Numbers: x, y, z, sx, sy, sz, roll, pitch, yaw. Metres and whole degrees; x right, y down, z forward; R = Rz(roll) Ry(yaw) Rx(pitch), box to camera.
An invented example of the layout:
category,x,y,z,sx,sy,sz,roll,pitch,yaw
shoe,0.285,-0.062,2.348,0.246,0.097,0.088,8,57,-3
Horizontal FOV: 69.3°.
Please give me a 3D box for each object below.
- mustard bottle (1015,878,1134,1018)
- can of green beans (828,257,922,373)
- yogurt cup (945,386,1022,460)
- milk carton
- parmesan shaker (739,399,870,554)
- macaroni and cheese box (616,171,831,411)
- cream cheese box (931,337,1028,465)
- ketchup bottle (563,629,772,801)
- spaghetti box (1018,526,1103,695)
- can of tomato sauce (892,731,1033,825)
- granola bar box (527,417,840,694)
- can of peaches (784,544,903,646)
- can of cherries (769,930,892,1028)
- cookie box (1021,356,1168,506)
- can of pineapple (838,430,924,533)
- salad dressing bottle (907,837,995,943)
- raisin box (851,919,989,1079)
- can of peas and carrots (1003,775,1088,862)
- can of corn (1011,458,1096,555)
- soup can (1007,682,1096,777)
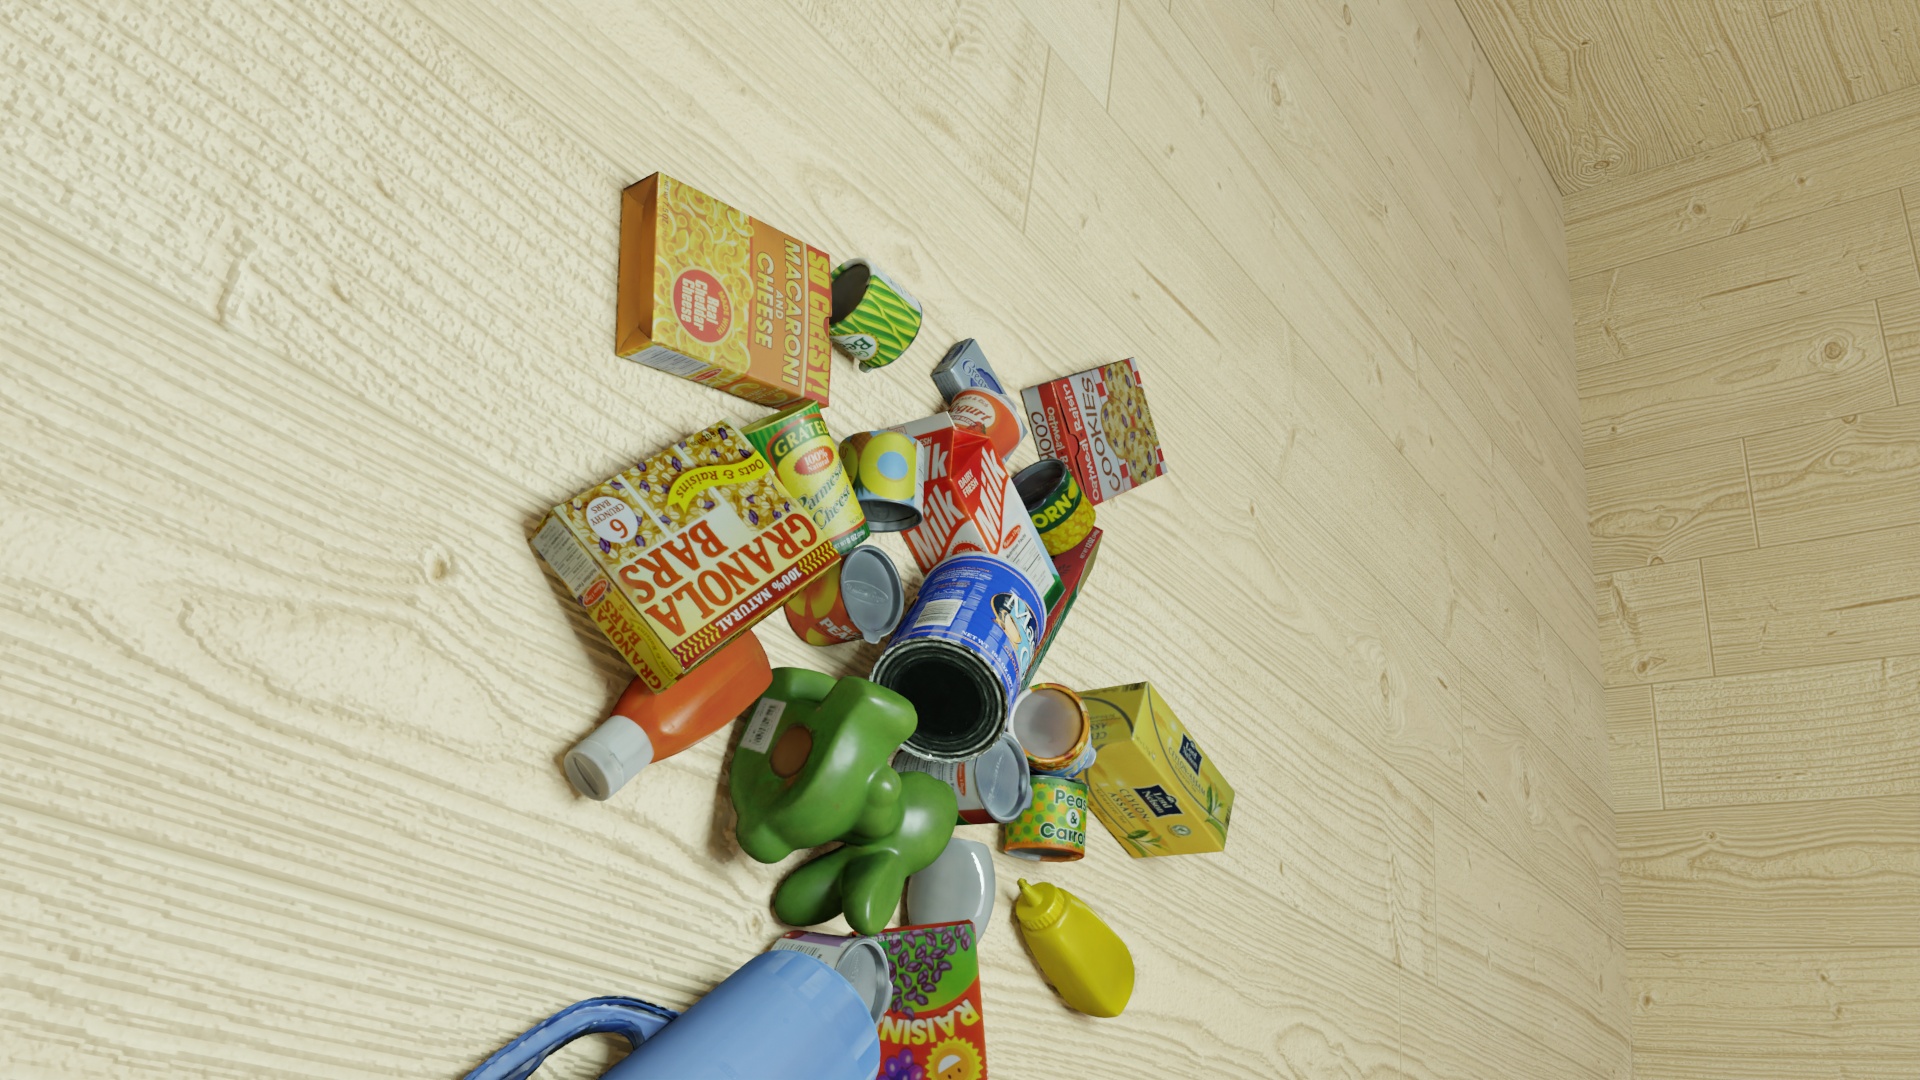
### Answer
category,x,y,z,sx,sy,sz,roll,pitch,yaw
mustard bottle,0.086,0.323,1.133,0.159,0.048,0.066,55,42,-26
can of green beans,-0.072,-0.175,1.069,0.057,0.071,0.071,35,53,-41
yogurt cup,0.010,-0.085,1.153,0.054,0.072,0.072,-51,120,-38
milk carton,0.004,-0.014,1.114,0.074,0.072,0.190,-50,119,-48
parmesan shaker,-0.110,-0.040,0.976,0.071,0.071,0.103,-37,109,-51
macaroni and cheese box,-0.160,-0.167,0.974,0.166,0.040,0.124,16,67,-49
cream cheese box,0.018,-0.118,1.204,0.103,0.024,0.054,58,40,-23
ketchup bottle,-0.180,0.103,0.858,0.064,0.043,0.149,60,39,-11
spaghetti box,0.065,0.075,1.182,0.251,0.029,0.049,-56,162,-45
can of tomato sauce,0.001,0.180,1.038,0.071,0.083,0.071,21,63,-48
granola bar box,-0.168,0.004,0.877,0.124,0.039,0.166,51,39,0
can of peaches,-0.084,0.042,0.992,0.071,0.058,0.071,20,64,-49
can of cherries,-0.087,0.290,0.901,0.071,0.058,0.071,9,79,-59
cookie box,0.132,-0.103,1.336,0.168,0.040,0.123,-23,97,-53
can of pineapple,-0.062,-0.044,1.042,0.071,0.071,0.058,25,59,-47
salad dressing bottle,-0.012,0.292,1.009,0.044,0.064,0.148,43,53,-64
raisin box,-0.028,0.328,0.954,0.086,0.040,0.123,-4,78,-10
can of peas and carrots,0.071,0.226,1.126,0.071,0.071,0.059,29,58,-45
can of corn,0.078,-0.027,1.217,0.058,0.071,0.071,53,43,-29
soup can,0.075,0.157,1.124,0.083,0.071,0.071,75,16,-69
